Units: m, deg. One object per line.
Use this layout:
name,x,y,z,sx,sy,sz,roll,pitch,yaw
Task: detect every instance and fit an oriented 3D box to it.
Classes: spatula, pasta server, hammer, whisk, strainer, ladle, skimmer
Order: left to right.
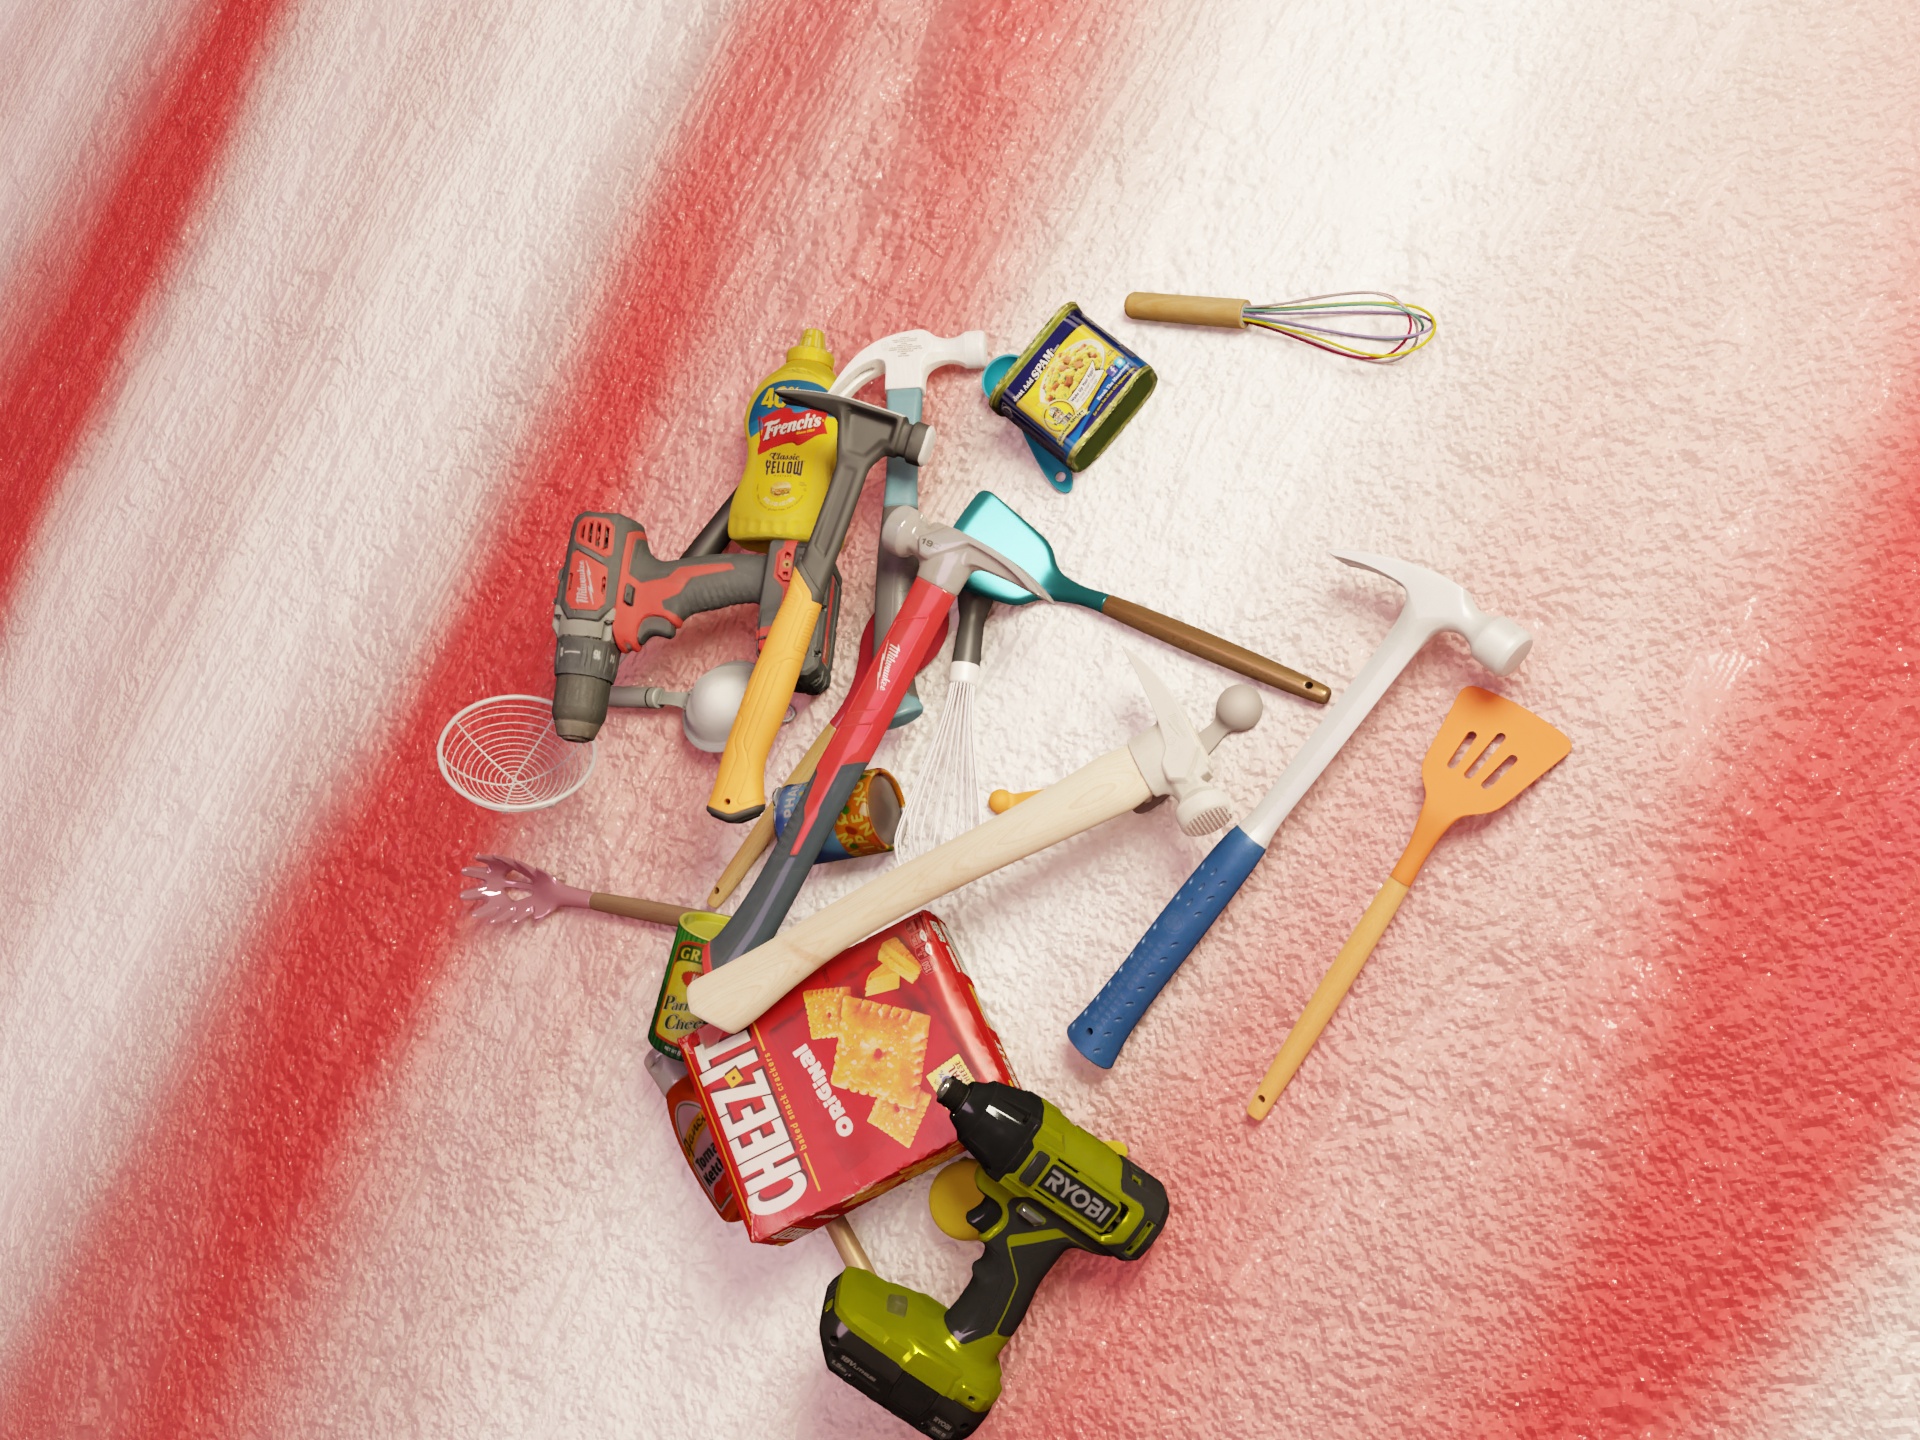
pasta server,-0.293,0.157,1.342,0.316,0.040,0.060,6,94,28
skimmer,-0.287,-0.076,1.332,0.127,0.090,0.363,37,87,20
strainer,-0.257,-0.019,1.363,0.258,0.050,0.087,2,64,32
hammer,-0.131,-0.085,1.214,0.127,0.034,0.337,19,87,8
ladle,-0.114,0.026,1.283,0.069,0.031,0.315,41,101,28
hammer,-0.076,0.040,1.173,0.143,0.038,0.386,29,93,27
hammer,-0.046,-0.154,1.252,0.128,0.033,0.331,-1,74,9
hammer,-0.019,0.100,1.123,0.410,0.038,0.146,-29,57,11
whisk,-0.002,-0.004,1.214,0.070,0.070,0.285,0,73,29
spatula,0.125,-0.079,1.165,0.318,0.044,0.082,26,78,29
hammer,0.200,0.066,1.078,0.144,0.035,0.405,43,105,31
whisk,0.226,-0.293,1.162,0.245,0.051,0.047,15,92,33
spatula,0.280,0.127,1.047,0.081,0.041,0.322,35,100,31

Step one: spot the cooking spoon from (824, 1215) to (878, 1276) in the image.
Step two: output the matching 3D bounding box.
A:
cooking spoon,-0.095,0.368,1.183,0.319,0.068,0.017,57,150,21

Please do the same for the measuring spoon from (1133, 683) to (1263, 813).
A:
measuring spoon,0.165,0.022,1.134,0.124,0.018,0.034,-46,62,13

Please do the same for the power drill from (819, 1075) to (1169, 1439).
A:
power drill,0.009,0.358,1.076,0.171,0.080,0.223,35,99,-5

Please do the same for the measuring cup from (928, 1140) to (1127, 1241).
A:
measuring cup,0.045,0.325,1.122,0.156,0.029,0.062,-26,68,23

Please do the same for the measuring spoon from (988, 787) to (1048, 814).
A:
measuring spoon,0.072,0.058,1.181,0.117,0.011,0.021,-4,77,28

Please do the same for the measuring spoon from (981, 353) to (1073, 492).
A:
measuring spoon,0.058,-0.231,1.256,0.042,0.021,0.129,-29,75,10

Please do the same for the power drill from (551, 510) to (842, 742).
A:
power drill,-0.218,-0.068,1.278,0.226,0.080,0.188,5,79,4
